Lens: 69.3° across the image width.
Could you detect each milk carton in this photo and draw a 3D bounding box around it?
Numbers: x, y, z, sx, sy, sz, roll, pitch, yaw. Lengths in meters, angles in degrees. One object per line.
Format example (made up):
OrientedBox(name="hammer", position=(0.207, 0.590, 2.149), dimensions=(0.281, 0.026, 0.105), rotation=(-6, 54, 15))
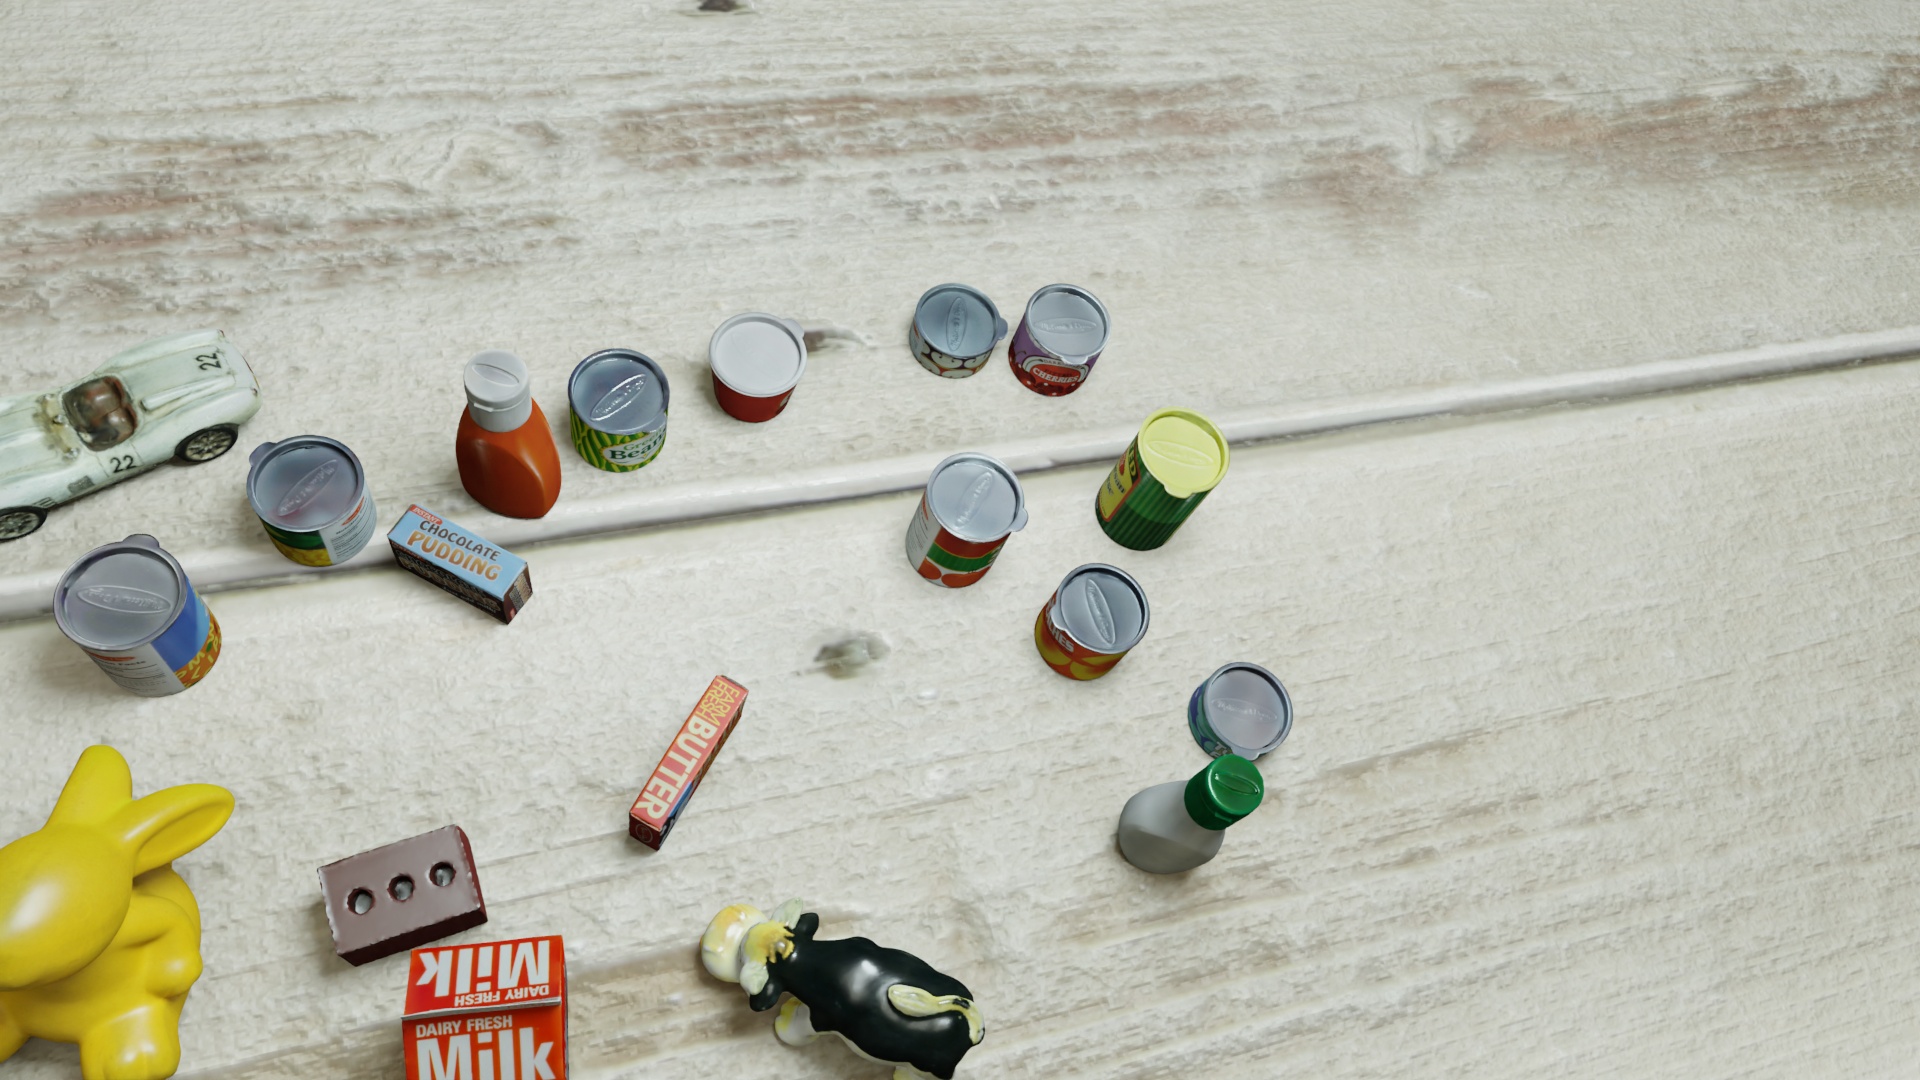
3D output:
OrientedBox(name="milk carton", position=(-0.237, 0.249, 0.709), dimensions=(0.072, 0.189, 0.074), rotation=(-2, 66, -15))

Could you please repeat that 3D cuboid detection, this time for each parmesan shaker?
OrientedBox(name="parmesan shaker", position=(0.140, -0.039, 0.988), dimensions=(0.071, 0.102, 0.071), rotation=(5, 64, -11))

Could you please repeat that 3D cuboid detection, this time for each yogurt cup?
OrientedBox(name="yogurt cup", position=(-0.145, -0.119, 0.983), dimensions=(0.072, 0.053, 0.072), rotation=(5, 64, -11))

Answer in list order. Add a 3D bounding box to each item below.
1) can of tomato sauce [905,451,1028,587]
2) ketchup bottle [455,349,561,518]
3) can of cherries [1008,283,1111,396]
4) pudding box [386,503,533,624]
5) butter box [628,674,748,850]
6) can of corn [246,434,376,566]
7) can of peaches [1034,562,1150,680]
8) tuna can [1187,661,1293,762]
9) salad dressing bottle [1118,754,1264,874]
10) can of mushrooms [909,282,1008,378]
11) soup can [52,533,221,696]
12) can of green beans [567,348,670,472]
OrientedBox(name="can of tomato sauce", position=(0.003, -0.012, 0.953), dimensions=(0.071, 0.082, 0.071), rotation=(5, 64, -11))
OrientedBox(name="ketchup bottle", position=(-0.285, -0.065, 0.869), dimensions=(0.065, 0.148, 0.044), rotation=(20, 63, -4))
OrientedBox(name="can of cherries", position=(0.074, -0.148, 1.049), dimensions=(0.071, 0.058, 0.072), rotation=(5, 64, -11))
OrientedBox(name="pudding box", position=(-0.315, 0.015, 0.880), dimensions=(0.084, 0.049, 0.030), rotation=(28, 62, 0))
OrientedBox(name="butter box", position=(-0.168, 0.136, 0.857), dimensions=(0.024, 0.053, 0.104), rotation=(29, 62, 1))
OrientedBox(name="can of corn", position=(-0.407, -0.025, 0.871), dimensions=(0.071, 0.058, 0.071), rotation=(5, 64, -11))
OrientedBox(name="can of peaches", position=(0.087, 0.057, 0.955), dimensions=(0.071, 0.057, 0.071), rotation=(5, 64, -11))
OrientedBox(name="tuna can", position=(0.194, 0.123, 0.964), dimensions=(0.071, 0.032, 0.071), rotation=(5, 64, -11))
OrientedBox(name="salad dressing bottle", position=(0.143, 0.171, 0.864), dimensions=(0.064, 0.147, 0.044), rotation=(22, 62, -3))
OrientedBox(name="can of mushrooms", position=(-0.002, -0.157, 1.048), dimensions=(0.071, 0.033, 0.071), rotation=(5, 64, -11))
OrientedBox(name="soup can", position=(-0.474, 0.045, 0.807), dimensions=(0.071, 0.083, 0.071), rotation=(5, 64, -11))
OrientedBox(name="can of green beans", position=(-0.232, -0.088, 0.944), dimensions=(0.071, 0.057, 0.071), rotation=(5, 64, -11))
